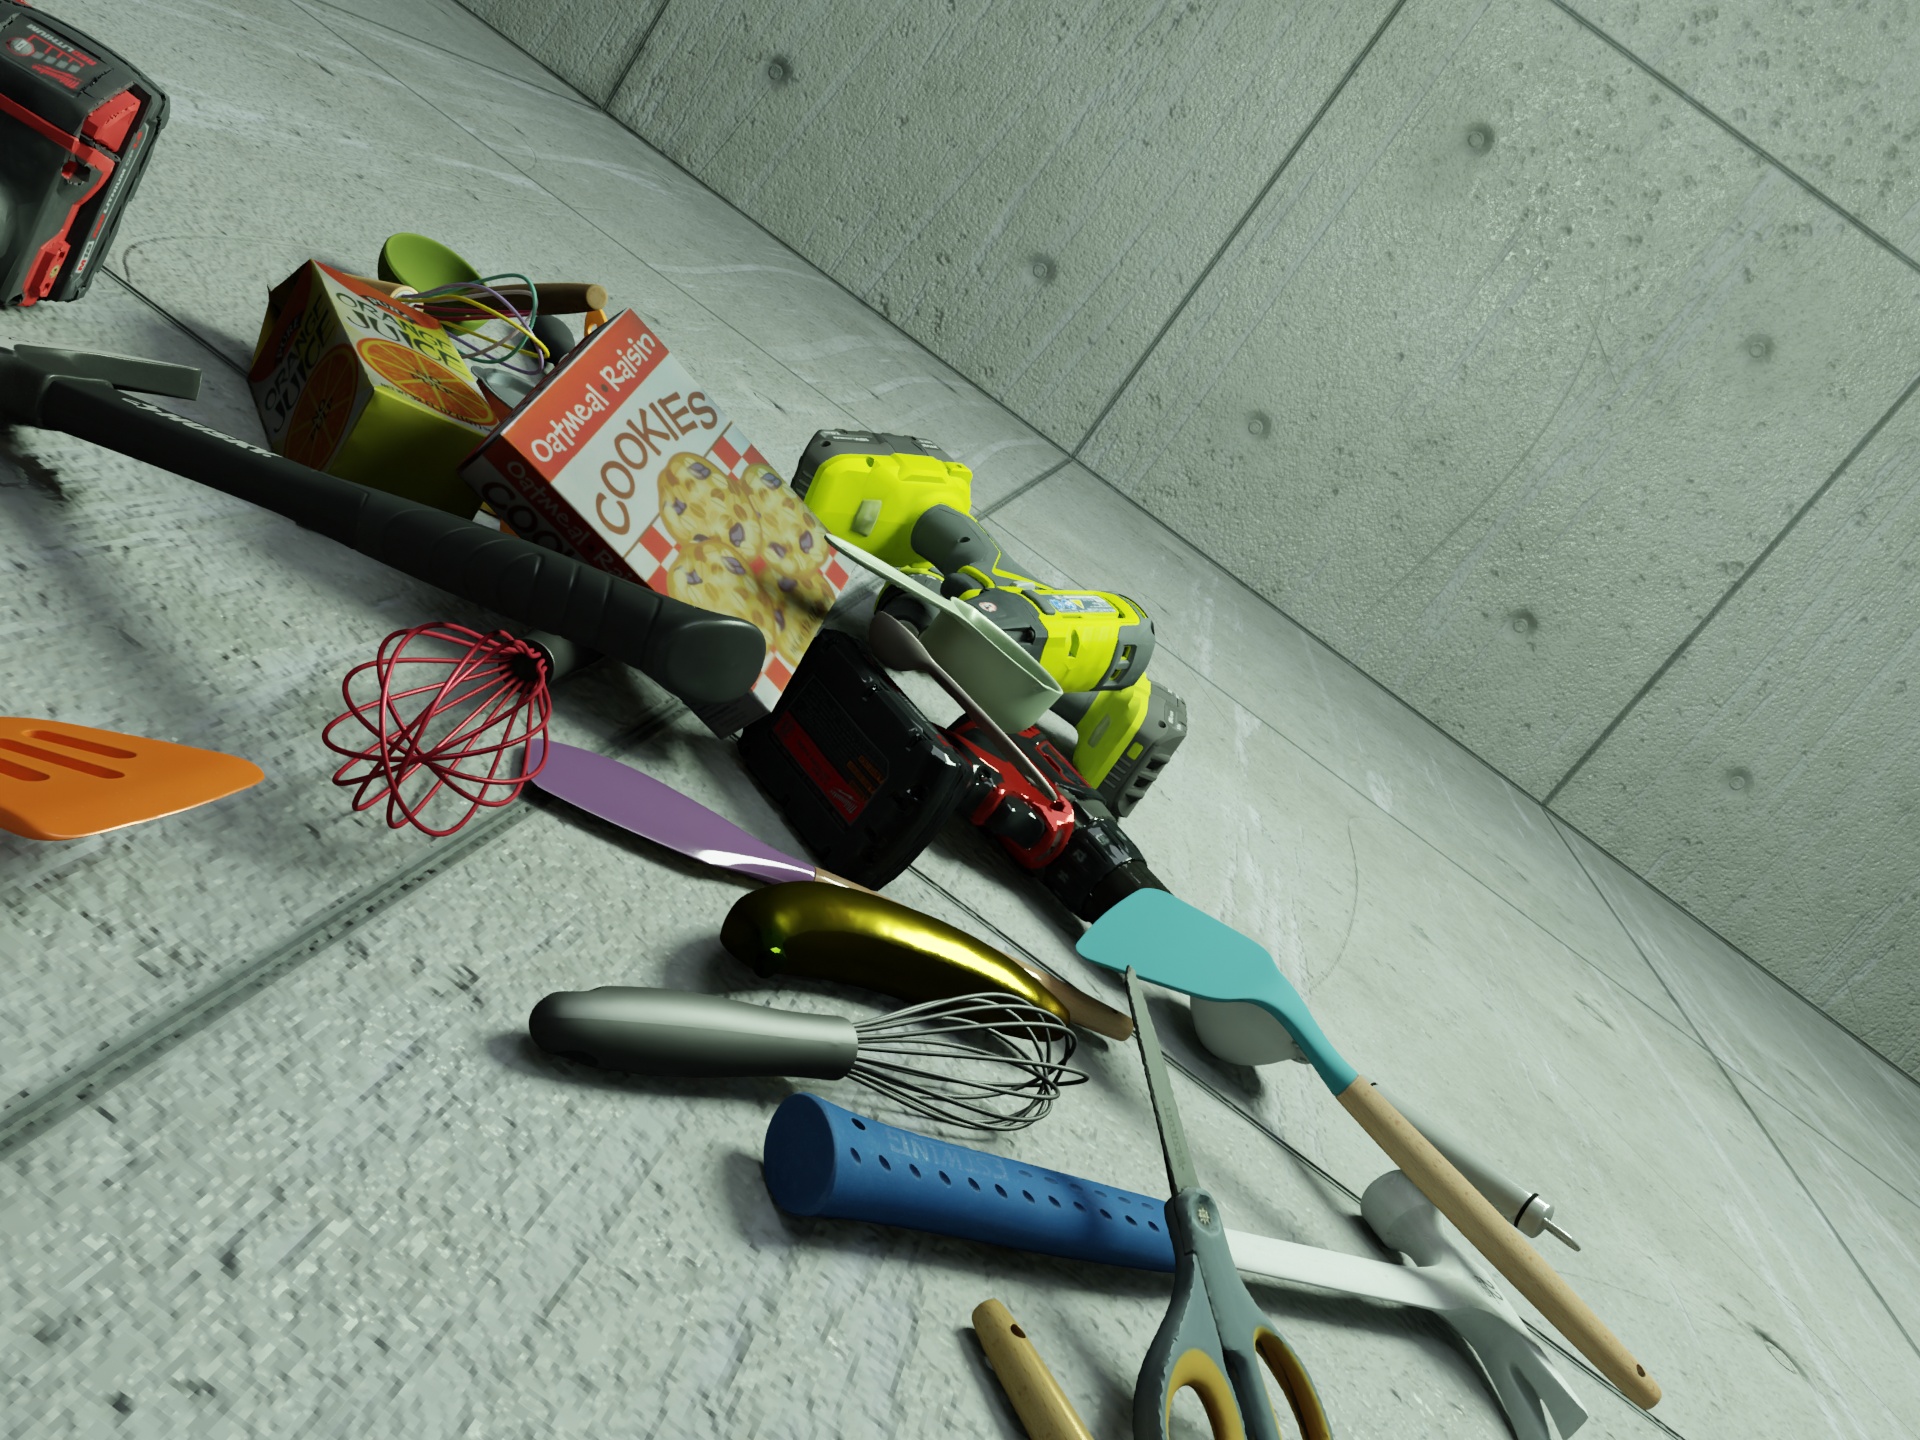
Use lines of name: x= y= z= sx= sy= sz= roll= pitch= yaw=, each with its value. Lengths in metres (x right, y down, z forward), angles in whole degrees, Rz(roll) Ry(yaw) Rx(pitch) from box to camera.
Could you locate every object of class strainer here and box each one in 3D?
strainer: x=0.192 y=0.183 z=0.794 sx=0.259 sy=0.050 sz=0.086 roll=33 pitch=-20 yaw=37

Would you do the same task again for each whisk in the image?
whisk: x=-0.179 y=-0.017 z=0.634 sx=0.073 sy=0.073 sz=0.296 roll=35 pitch=10 yaw=-7
whisk: x=-0.301 y=-0.232 z=0.885 sx=0.047 sy=0.051 sz=0.245 roll=-5 pitch=20 yaw=-45
whisk: x=-0.254 y=-0.227 z=1.083 sx=0.070 sy=0.070 sz=0.285 roll=24 pitch=15 yaw=-37
whisk: x=-0.043 y=0.116 z=0.561 sx=0.238 sy=0.055 sz=0.055 roll=16 pitch=25 yaw=-41

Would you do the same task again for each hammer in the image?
hammer: x=0.099 y=0.207 z=0.617 sx=0.405 sy=0.035 sz=0.144 roll=24 pitch=20 yaw=-36
hammer: x=-0.223 y=-0.077 z=0.575 sx=0.335 sy=0.035 sz=0.146 roll=21 pitch=11 yaw=13

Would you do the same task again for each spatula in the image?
spatula: x=-0.047 y=0.080 z=0.702 sx=0.315 sy=0.018 sz=0.060 roll=28 pitch=15 yaw=-24
spatula: x=-0.341 y=-0.058 z=0.438 sx=0.322 sy=0.041 sz=0.081 roll=37 pitch=17 yaw=6
spatula: x=0.190 y=0.192 z=0.730 sx=0.317 sy=0.044 sz=0.082 roll=46 pitch=35 yaw=11

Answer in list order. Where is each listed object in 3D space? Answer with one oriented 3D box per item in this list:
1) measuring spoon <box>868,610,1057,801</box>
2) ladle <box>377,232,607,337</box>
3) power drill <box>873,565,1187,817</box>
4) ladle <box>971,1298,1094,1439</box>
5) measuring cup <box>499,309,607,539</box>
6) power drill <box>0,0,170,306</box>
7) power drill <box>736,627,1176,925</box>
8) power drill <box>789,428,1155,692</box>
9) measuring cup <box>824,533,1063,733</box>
measuring spoon: x=-0.001 y=-0.002 z=0.758 sx=0.124 sy=0.018 sz=0.034 roll=46 pitch=-11 yaw=-2
ladle: x=-0.270 y=-0.256 z=0.930 sx=0.078 sy=0.062 sz=0.320 roll=26 pitch=-4 yaw=-37
power drill: x=0.041 y=-0.032 z=1.102 sx=0.228 sy=0.080 sz=0.190 roll=33 pitch=16 yaw=-2
ladle: x=0.081 y=0.277 z=0.404 sx=0.069 sy=0.031 sz=0.316 roll=21 pitch=20 yaw=-42
measuring cup: x=-0.194 y=-0.139 z=0.800 sx=0.052 sy=0.095 sz=0.174 roll=11 pitch=64 yaw=-51
power drill: x=-0.393 y=-0.219 z=0.602 sx=0.078 sy=0.143 sz=0.220 roll=30 pitch=15 yaw=-14
power drill: x=0.014 y=0.050 z=0.819 sx=0.188 sy=0.080 sz=0.226 roll=47 pitch=16 yaw=33
power drill: x=-0.008 y=-0.093 z=0.978 sx=0.171 sy=0.080 sz=0.223 roll=-3 pitch=37 yaw=-45
measuring cup: x=-0.017 y=-0.042 z=0.790 sx=0.167 sy=0.038 sz=0.083 roll=30 pitch=14 yaw=-41
